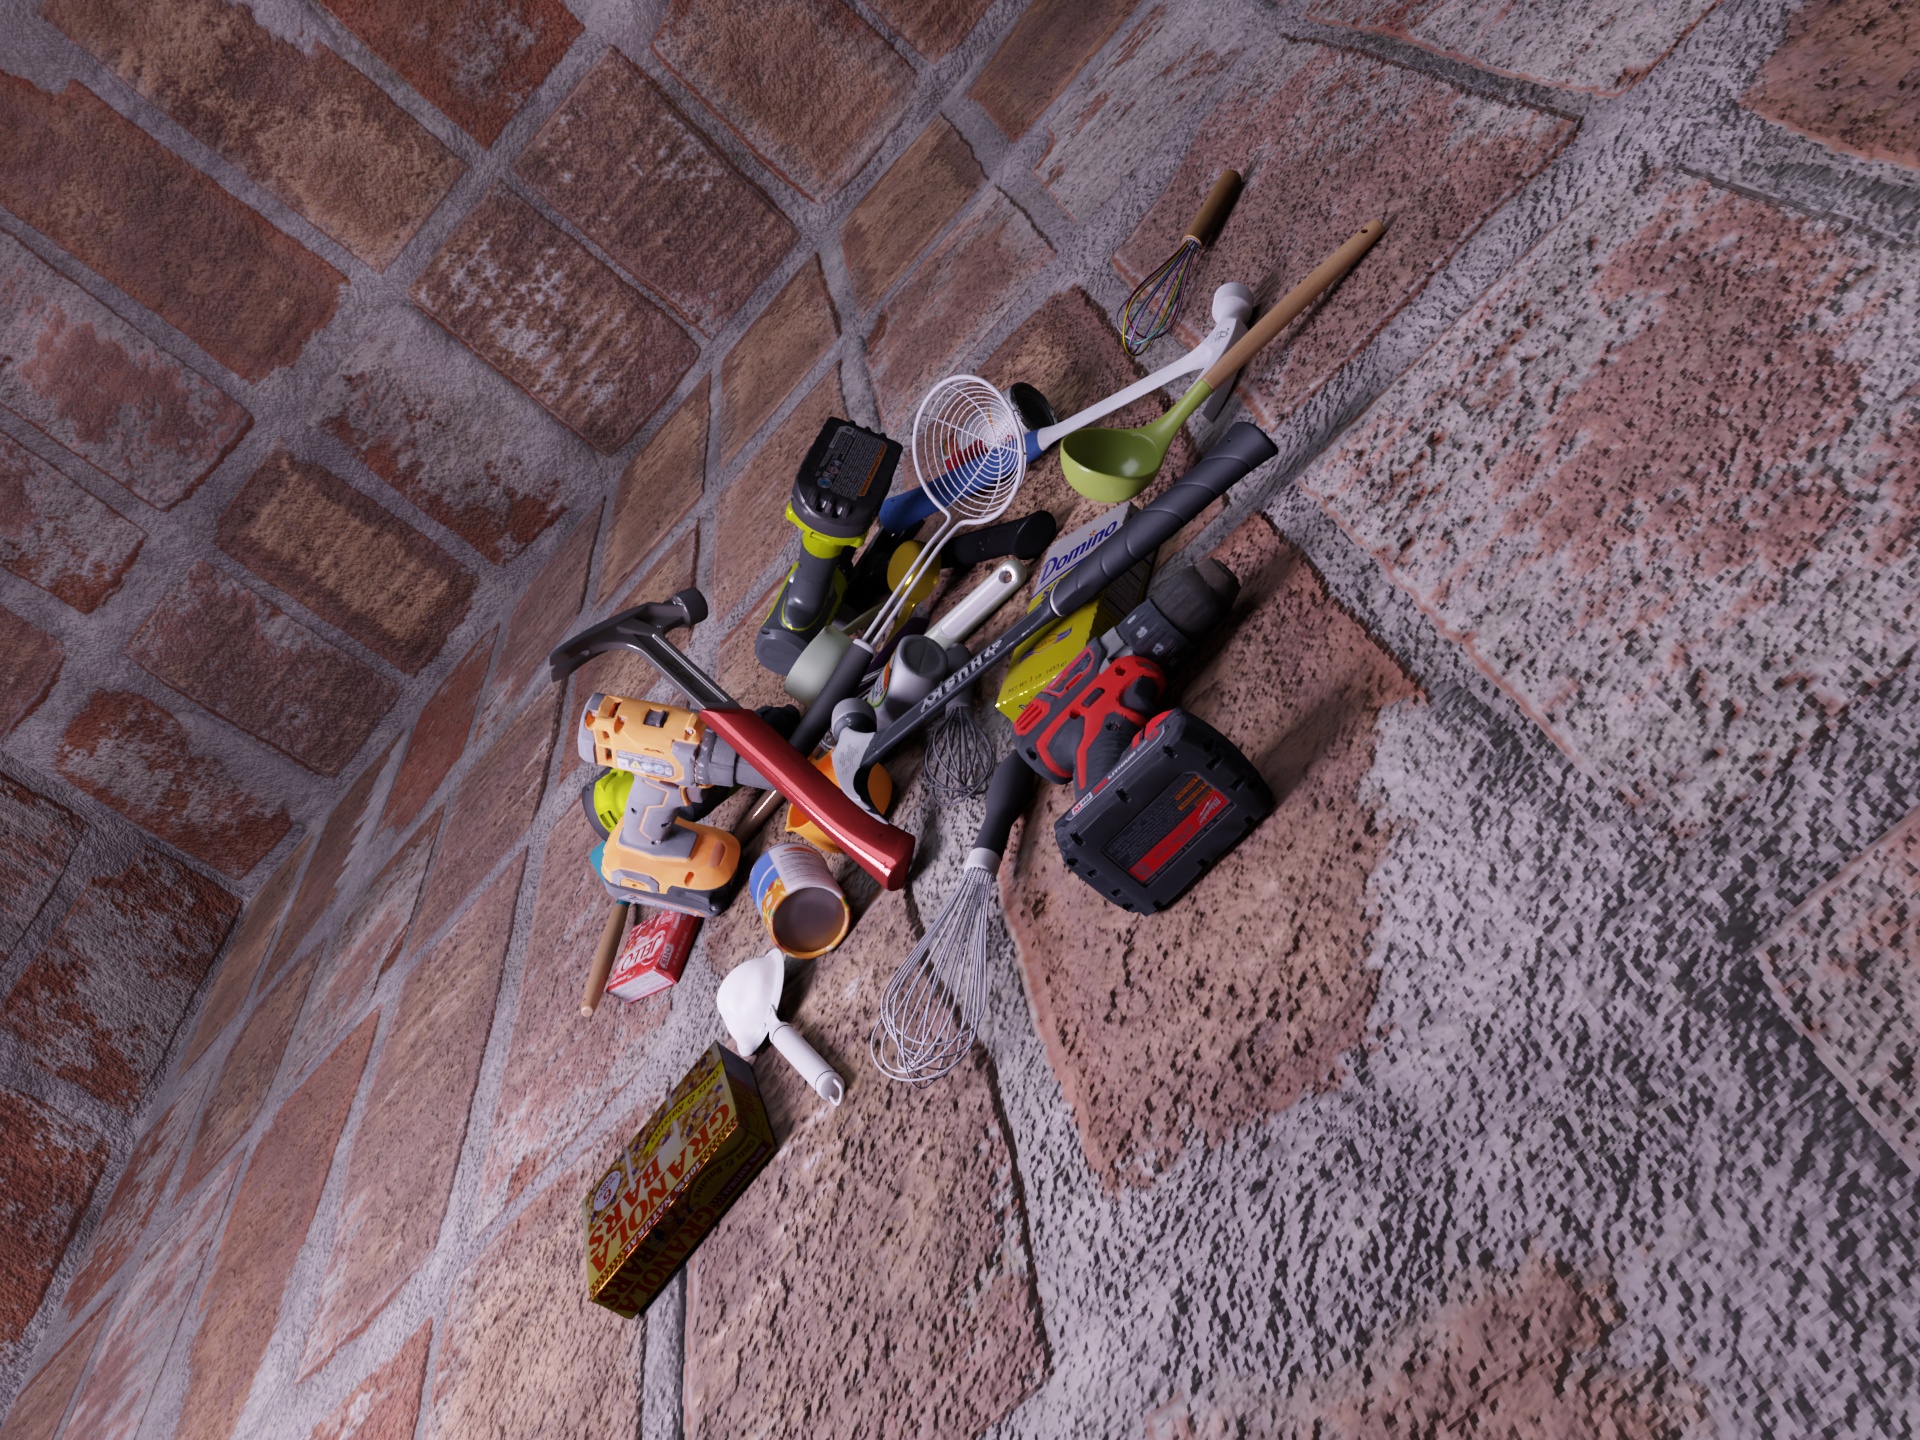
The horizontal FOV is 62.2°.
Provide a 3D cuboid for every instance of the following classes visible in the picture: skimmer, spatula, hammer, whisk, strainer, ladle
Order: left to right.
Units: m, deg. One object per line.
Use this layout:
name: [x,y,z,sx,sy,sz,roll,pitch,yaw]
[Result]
spatula: [-0.352,0.196,1.583,0.082,0.044,0.318,-36,20,12]
hammer: [-0.173,0.019,1.273,0.149,0.036,0.359,-31,56,-31]
strainer: [-0.136,0.230,1.185,0.259,0.050,0.087,23,92,62]
spatula: [-0.132,0.023,1.474,0.316,0.018,0.059,-49,-19,15]
skimmer: [-0.063,-0.126,1.369,0.127,0.090,0.363,28,82,33]
whisk: [-0.036,-0.055,1.396,0.246,0.058,0.059,-41,-12,13]
hammer: [-0.013,-0.162,1.515,0.335,0.035,0.146,-5,52,59]
whisk: [-0.002,-0.003,1.266,0.055,0.055,0.239,-43,21,20]
whisk: [0.005,0.122,1.065,0.070,0.070,0.285,-30,27,40]
hammer: [0.059,-0.075,1.151,0.409,0.036,0.149,-39,28,19]
hammer: [0.080,-0.252,1.420,0.405,0.035,0.144,-22,38,38]
whisk: [0.209,-0.435,1.492,0.051,0.047,0.245,-12,42,57]
ladle: [0.207,-0.285,1.234,0.320,0.062,0.078,-43,53,-1]

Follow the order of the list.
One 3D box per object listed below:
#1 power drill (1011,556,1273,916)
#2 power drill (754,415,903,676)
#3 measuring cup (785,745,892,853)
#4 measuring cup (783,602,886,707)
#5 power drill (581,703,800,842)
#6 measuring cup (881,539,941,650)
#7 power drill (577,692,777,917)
power drill: [0.122,-0.002,1.006,0.188,0.080,0.227,-45,22,14]
power drill: [-0.125,-0.174,1.519,0.228,0.080,0.191,114,177,-49]
measuring cup: [-0.108,0.058,1.360,0.095,0.052,0.174,-52,20,1]
measuring cup: [-0.101,-0.065,1.471,0.167,0.038,0.083,-42,-13,-49]
power drill: [-0.269,0.051,1.598,0.223,0.080,0.171,-18,17,48]
measuring cup: [-0.065,-0.095,1.476,0.062,0.029,0.156,34,101,56]
power drill: [-0.233,0.077,1.395,0.226,0.185,0.084,98,-175,-47]
